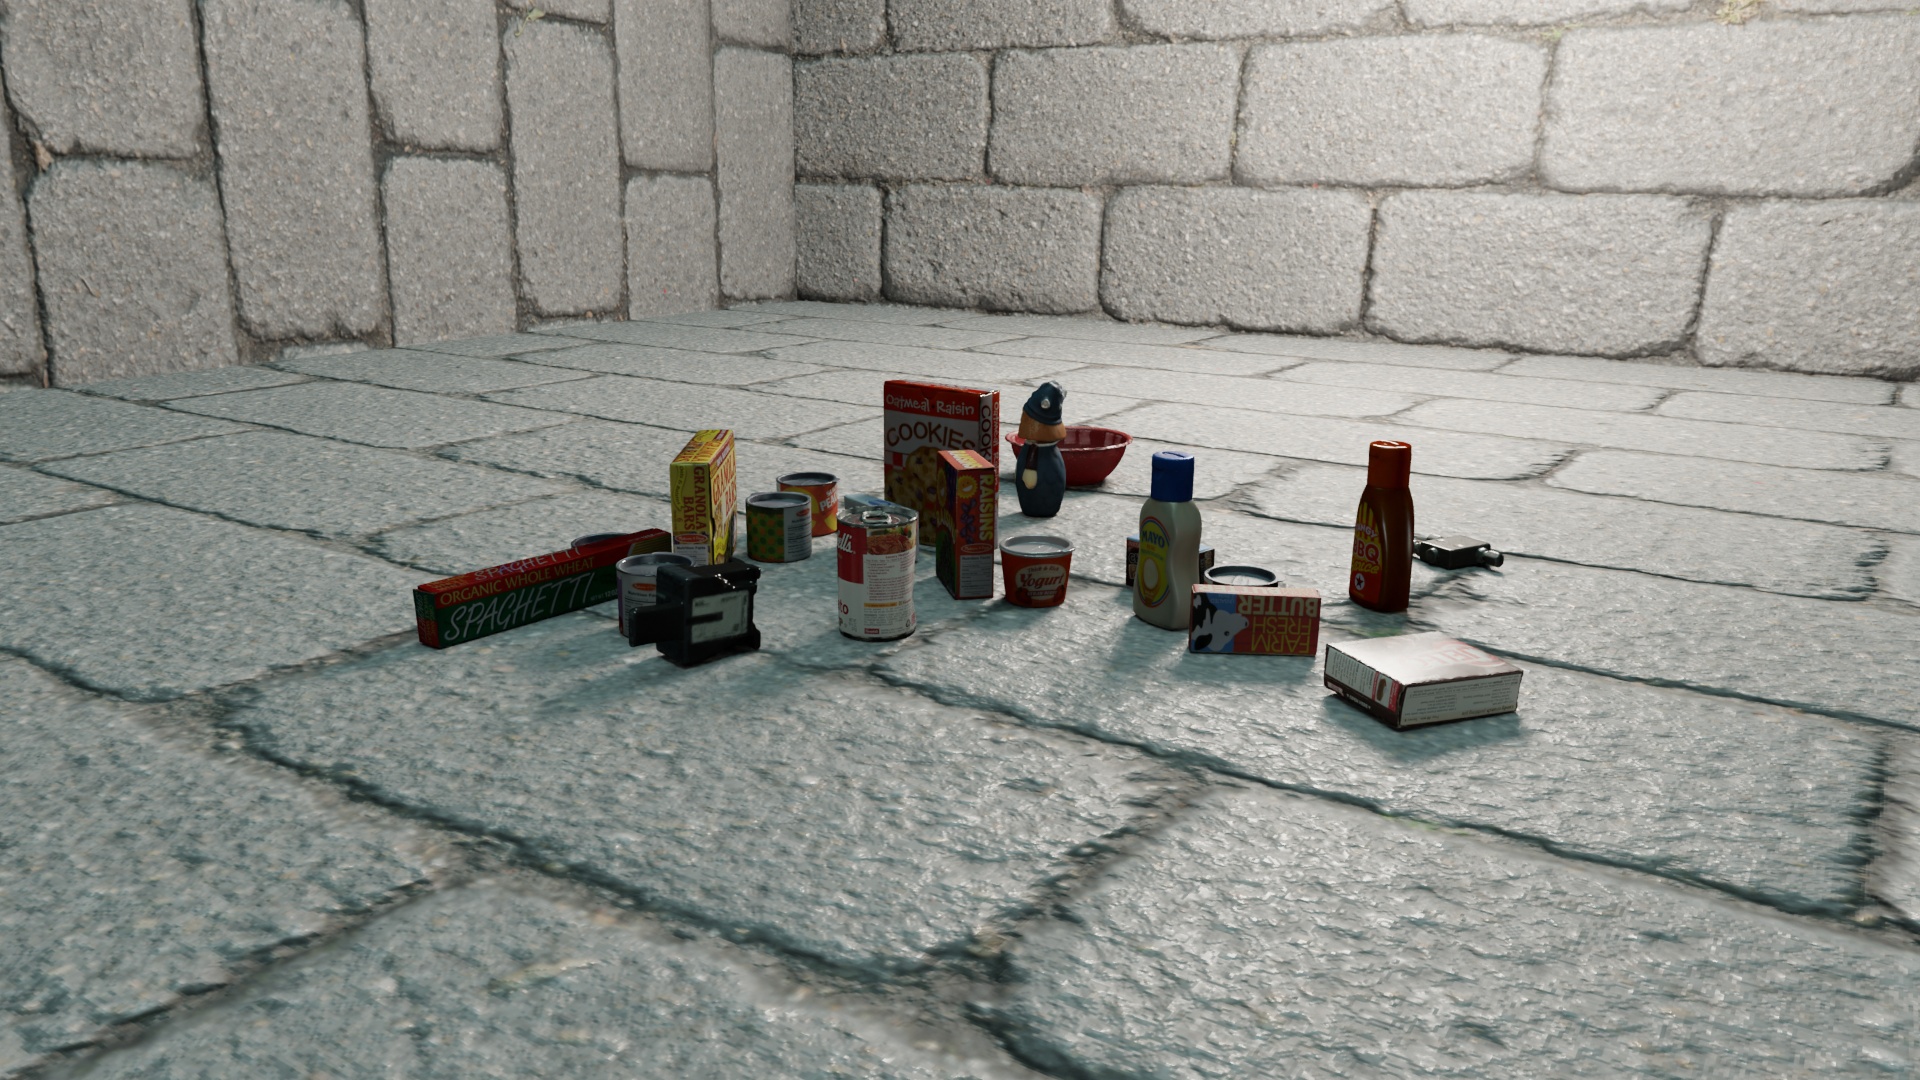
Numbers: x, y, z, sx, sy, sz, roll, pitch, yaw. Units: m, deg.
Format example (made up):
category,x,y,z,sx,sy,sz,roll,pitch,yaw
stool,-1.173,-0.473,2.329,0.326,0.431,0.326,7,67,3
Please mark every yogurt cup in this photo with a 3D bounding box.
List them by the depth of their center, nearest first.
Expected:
category,x,y,z,sx,sy,sz,roll,pitch,yaw
yogurt cup,0.068,0.028,1.262,0.072,0.053,0.072,0,15,0

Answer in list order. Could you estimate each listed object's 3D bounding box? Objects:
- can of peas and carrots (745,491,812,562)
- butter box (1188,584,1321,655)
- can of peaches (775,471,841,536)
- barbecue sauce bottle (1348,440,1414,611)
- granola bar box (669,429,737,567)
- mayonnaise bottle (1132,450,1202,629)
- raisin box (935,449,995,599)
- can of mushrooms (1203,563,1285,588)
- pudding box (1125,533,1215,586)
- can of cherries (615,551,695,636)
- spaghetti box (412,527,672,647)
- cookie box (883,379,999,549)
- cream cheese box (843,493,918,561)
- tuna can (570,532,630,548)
category,x,y,z,sx,sy,sz,roll,pitch,yaw
can of peas and carrots,-0.185,-0.014,1.401,0.071,0.058,0.071,0,15,0
butter box,0.239,0.065,1.131,0.103,0.053,0.024,1,15,4
can of peaches,-0.162,-0.039,1.494,0.071,0.058,0.071,0,15,0
barbecue sauce bottle,0.381,-0.014,1.246,0.044,0.148,0.065,-4,15,-15
granola bar box,-0.245,-0.032,1.338,0.039,0.123,0.166,0,15,-2
mayonnaise bottle,0.179,-0.001,1.194,0.041,0.147,0.065,-8,17,-30
raisin box,0.005,-0.016,1.290,0.040,0.123,0.086,-3,15,-12
can of mushrooms,0.253,0.046,1.240,0.071,0.033,0.071,0,15,0
pudding box,0.194,0.024,1.288,0.030,0.049,0.084,-13,20,-42
can of cherries,-0.255,0.046,1.175,0.071,0.058,0.072,0,15,0
spaghetti box,-0.357,0.038,1.218,0.029,0.050,0.251,12,19,37
cookie box,-0.021,-0.078,1.433,0.123,0.167,0.040,10,18,33
cream cheese box,-0.081,-0.013,1.409,0.024,0.053,0.104,-11,19,-36
tuna can,-0.337,0.016,1.334,0.071,0.032,0.071,0,15,0
